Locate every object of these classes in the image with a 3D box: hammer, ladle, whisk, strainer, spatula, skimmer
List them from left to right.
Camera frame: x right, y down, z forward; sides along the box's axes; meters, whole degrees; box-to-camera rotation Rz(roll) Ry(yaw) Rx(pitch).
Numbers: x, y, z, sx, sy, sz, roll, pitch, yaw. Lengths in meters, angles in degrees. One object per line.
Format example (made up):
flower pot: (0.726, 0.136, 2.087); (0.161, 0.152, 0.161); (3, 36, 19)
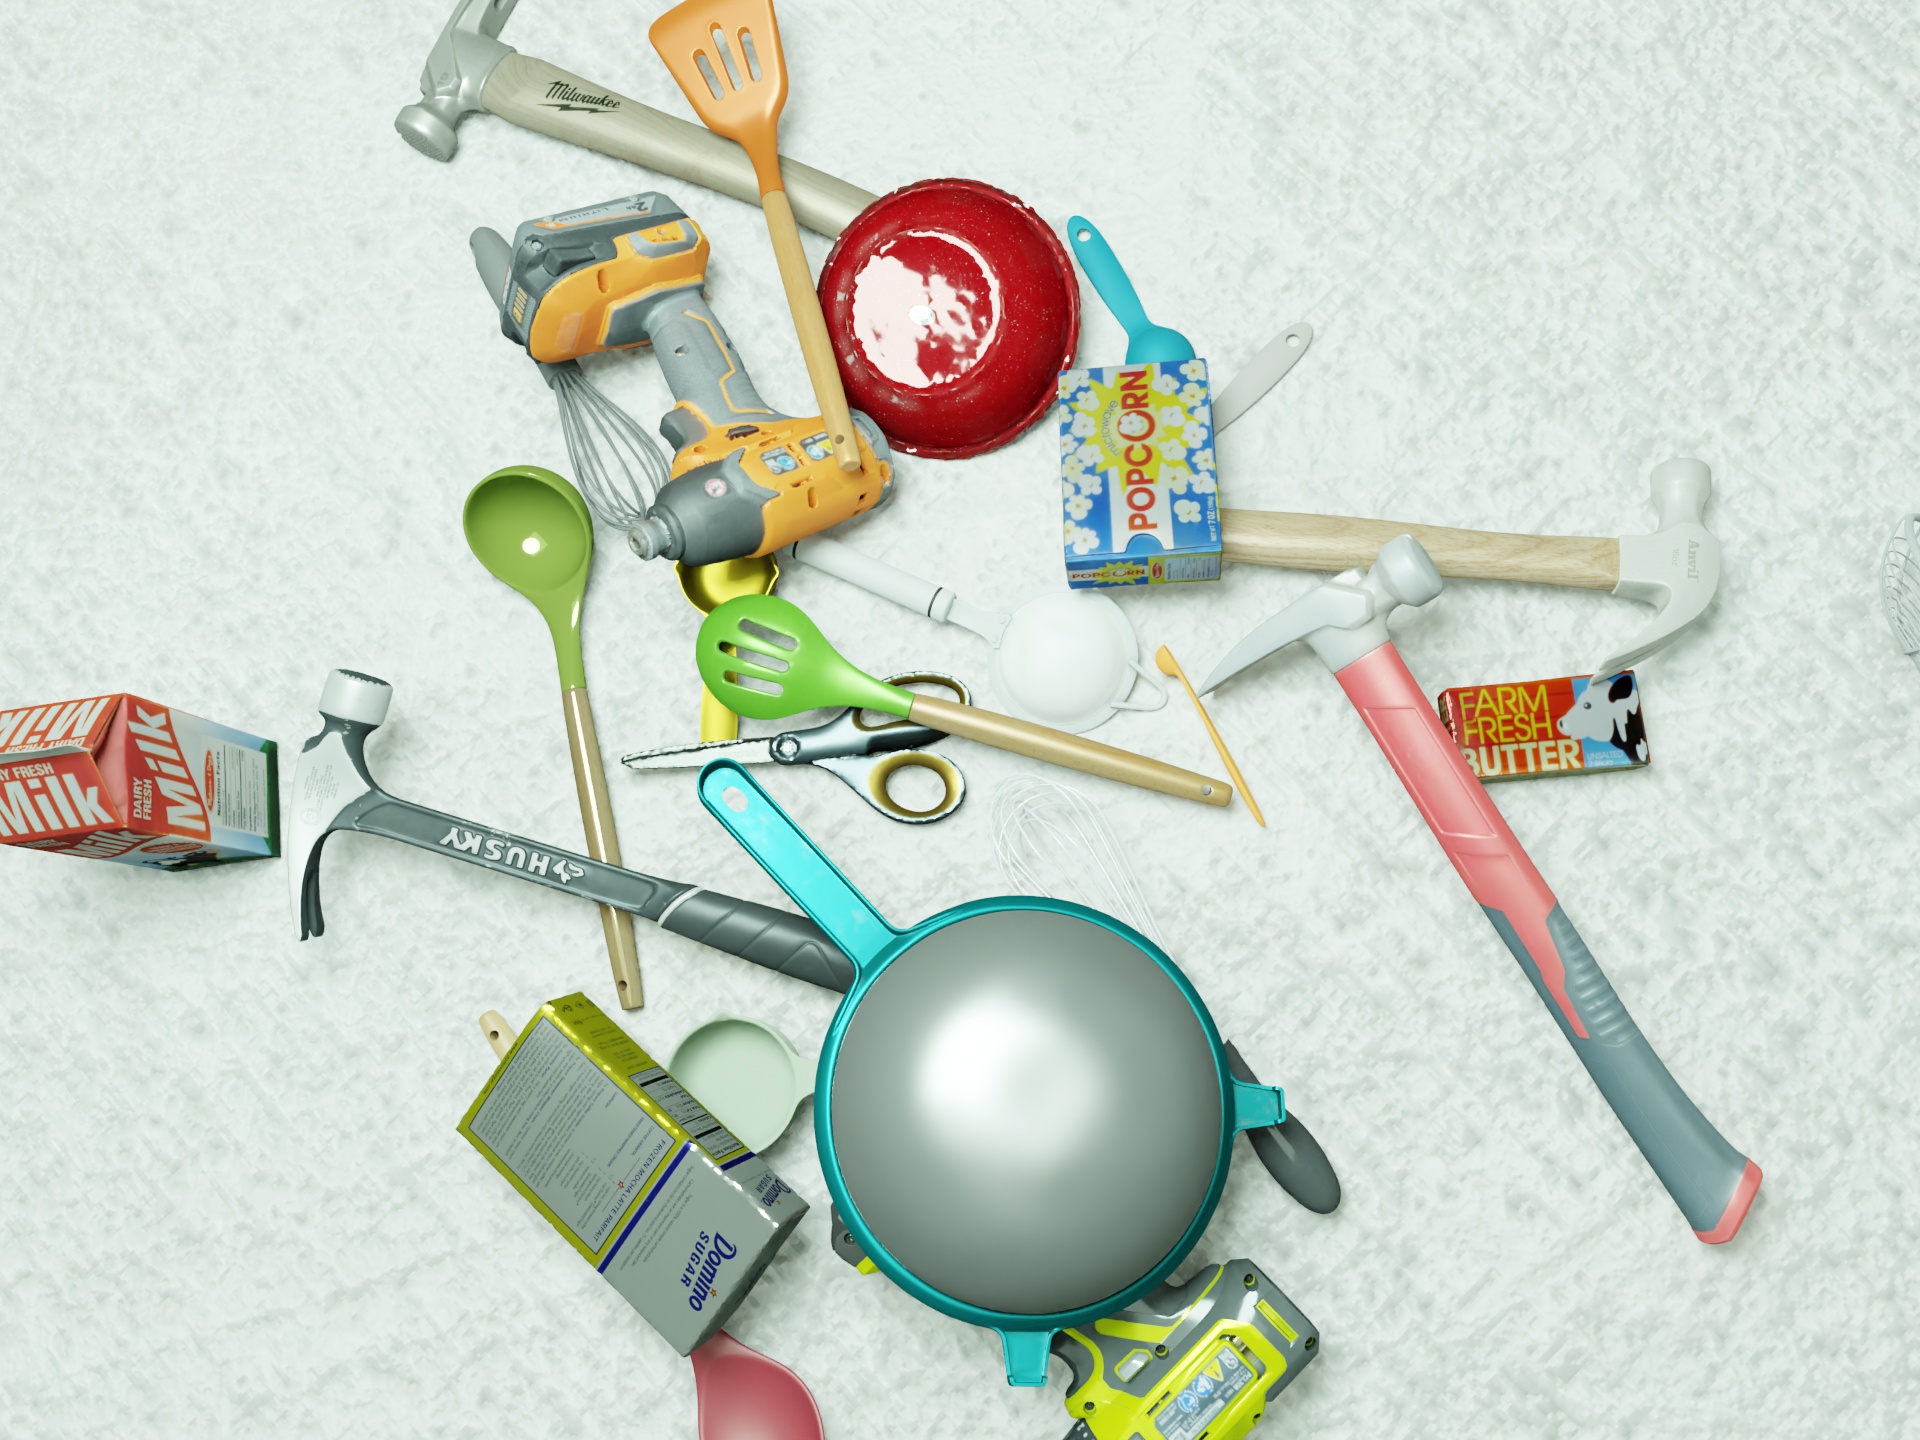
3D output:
whisk: (-0.240, -0.209, 0.959); (0.055, 0.055, 0.239); (-32, 74, 0)
ladle: (-0.224, 0.008, 0.911); (0.078, 0.062, 0.320); (-16, 80, 20)
ladle: (-0.175, 0.287, 0.867); (0.069, 0.031, 0.315); (-39, 76, 0)
hammer: (-0.175, 0.101, 0.874); (0.409, 0.036, 0.149); (18, 90, 2)
hammer: (-0.142, -0.350, 0.980); (0.411, 0.038, 0.146); (25, 82, 10)
spatula: (-0.106, -0.285, 0.912); (0.081, 0.041, 0.323); (-21, 69, 11)
strainer: (-0.008, 0.134, 0.760); (0.211, 0.095, 0.340); (-42, 82, -16)
strainer: (-0.004, -0.061, 0.909); (0.258, 0.050, 0.087); (24, 97, 14)
whisk: (0.110, 0.144, 0.849); (0.070, 0.070, 0.285); (-38, 82, -2)
hammer: (0.243, -0.093, 0.882); (0.331, 0.031, 0.130); (5, 67, 10)
hammer: (0.278, 0.101, 0.834); (0.143, 0.038, 0.386); (-34, 83, 29)
skimmer: (0.654, -0.050, 0.806); (0.363, 0.090, 0.127); (1, 48, 4)

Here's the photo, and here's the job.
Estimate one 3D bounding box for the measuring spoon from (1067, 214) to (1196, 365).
measuring spoon: (0.097, -0.250, 0.940); (0.042, 0.021, 0.129); (-29, 79, 0)

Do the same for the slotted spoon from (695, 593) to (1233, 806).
slotted spoon: (-0.001, -0.003, 0.884); (0.314, 0.031, 0.070); (16, 94, 4)

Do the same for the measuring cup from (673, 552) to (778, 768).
measuring cup: (-0.137, -0.037, 0.929); (0.062, 0.029, 0.156); (3, 91, 4)

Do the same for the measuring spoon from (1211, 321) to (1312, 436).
measuring spoon: (0.161, -0.190, 0.924); (0.034, 0.018, 0.124); (44, 86, 12)

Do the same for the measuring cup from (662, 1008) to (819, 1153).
measuring cup: (-0.078, 0.193, 0.869); (0.167, 0.038, 0.083); (-8, 79, 3)

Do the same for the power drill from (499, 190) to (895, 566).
power drill: (-0.163, -0.185, 0.897); (0.164, 0.084, 0.226); (-30, 74, -37)

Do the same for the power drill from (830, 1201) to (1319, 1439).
power drill: (0.041, 0.303, 0.815); (0.190, 0.080, 0.228); (-44, 81, -4)

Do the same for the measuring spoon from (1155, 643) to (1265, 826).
measuring spoon: (0.138, 0.009, 0.888); (0.011, 0.021, 0.117); (-31, 77, 13)
